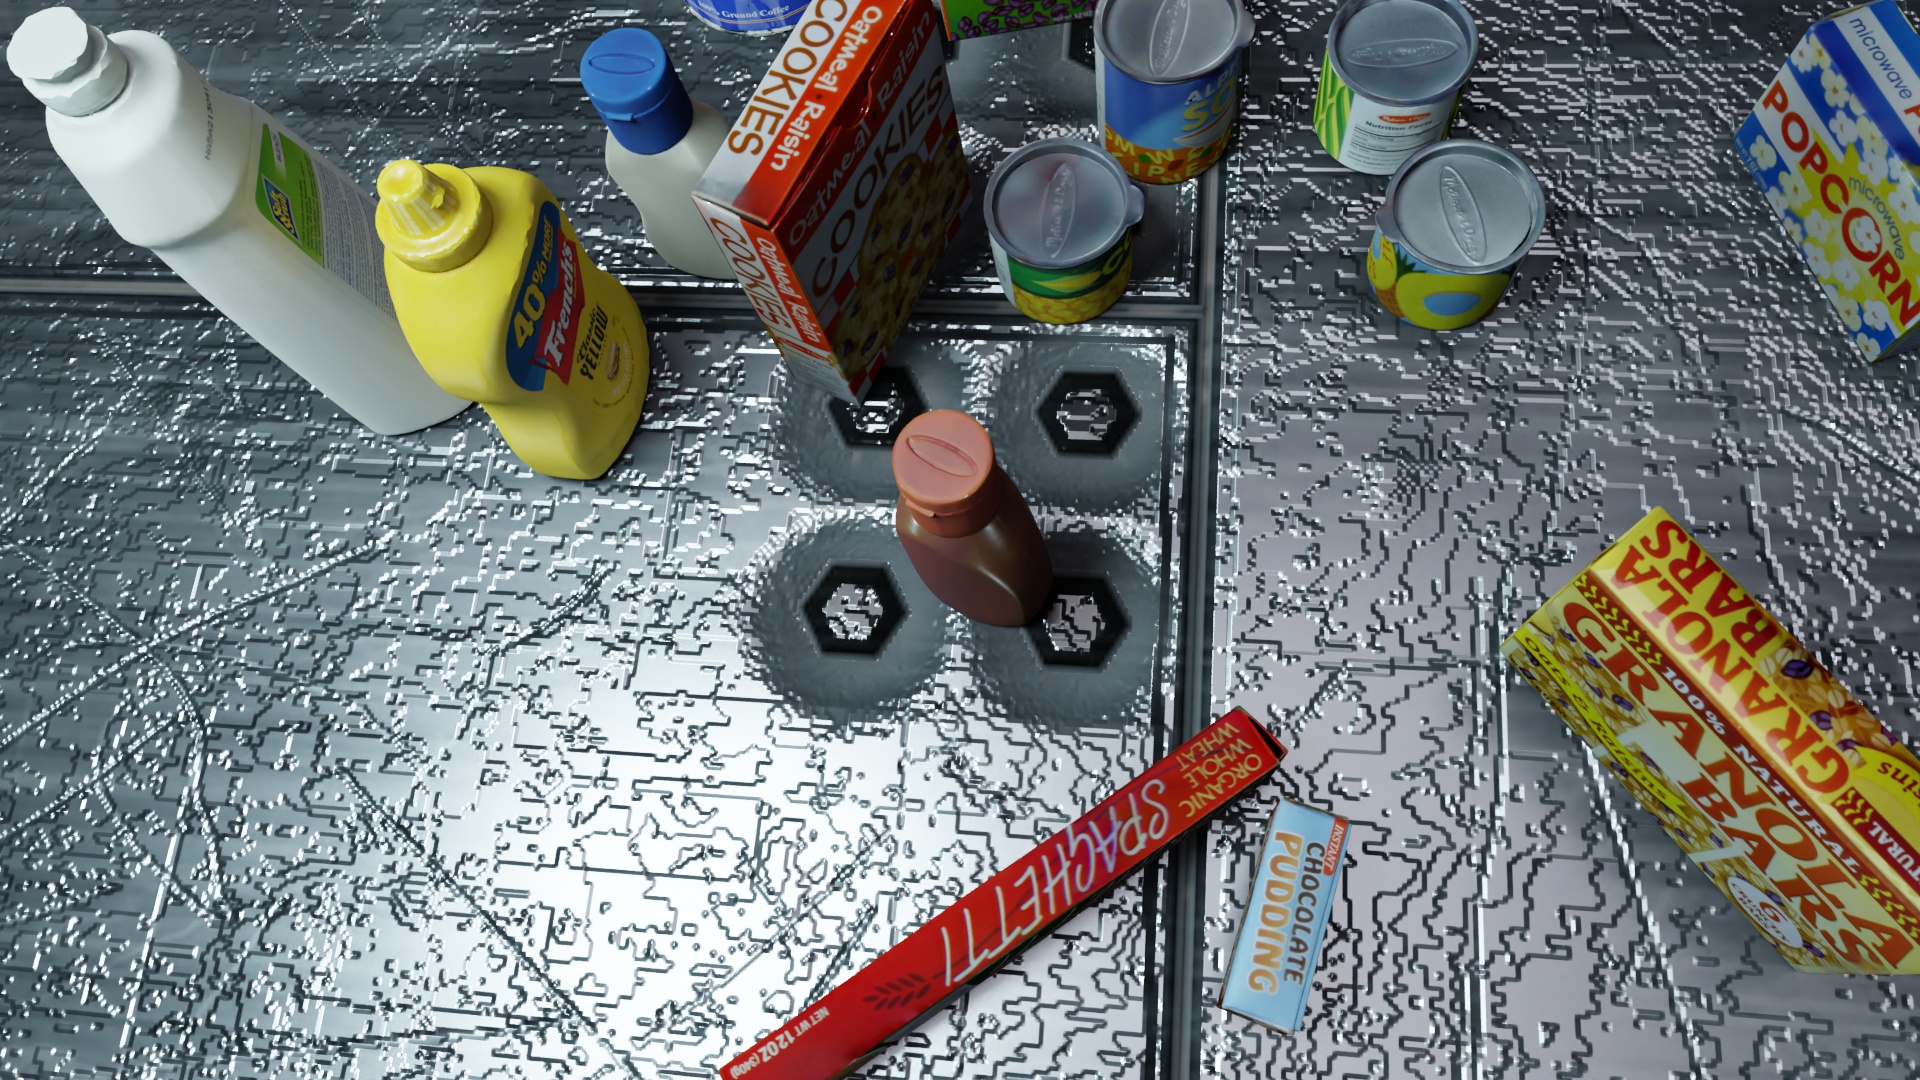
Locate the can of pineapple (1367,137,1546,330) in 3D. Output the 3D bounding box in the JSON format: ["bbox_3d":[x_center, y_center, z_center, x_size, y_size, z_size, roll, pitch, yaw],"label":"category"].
[{"bbox_3d":[0.216,-0.135,0.617,0.071,0.057,0.071,-2,72,6],"label":"can of pineapple"}]

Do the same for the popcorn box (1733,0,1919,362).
[{"bbox_3d":[0.389,-0.150,0.587,0.038,0.085,0.127,-20,71,1],"label":"popcorn box"}]

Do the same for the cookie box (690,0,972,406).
[{"bbox_3d":[-0.045,-0.147,0.595,0.040,0.167,0.123,24,77,14],"label":"cookie box"}]

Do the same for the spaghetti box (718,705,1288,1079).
[{"bbox_3d":[0.020,0.149,0.552,0.250,0.050,0.029,-34,71,-5],"label":"spaghetti box"}]

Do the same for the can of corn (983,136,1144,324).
[{"bbox_3d":[0.049,-0.141,0.640,0.071,0.058,0.071,-2,72,6],"label":"can of corn"}]

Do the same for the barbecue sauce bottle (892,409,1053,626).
[{"bbox_3d":[0.002,-0.007,0.553,0.065,0.148,0.044,28,78,15],"label":"barbecue sauce bottle"}]

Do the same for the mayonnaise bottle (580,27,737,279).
[{"bbox_3d":[-0.125,-0.168,0.622,0.065,0.147,0.041,7,74,9],"label":"mayonnaise bottle"}]

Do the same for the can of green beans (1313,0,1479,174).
[{"bbox_3d":[0.201,-0.213,0.645,0.071,0.057,0.071,-2,72,6],"label":"can of green beans"}]

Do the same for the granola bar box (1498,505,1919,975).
[{"bbox_3d":[0.281,0.078,0.504,0.039,0.124,0.166,-37,72,-5],"label":"granola bar box"}]

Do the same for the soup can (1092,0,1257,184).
[{"bbox_3d":[0.098,-0.215,0.644,0.071,0.083,0.071,-2,72,6],"label":"soup can"}]

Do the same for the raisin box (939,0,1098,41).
[{"bbox_3d":[0.025,-0.297,0.659,0.086,0.123,0.040,-7,72,5],"label":"raisin box"}]

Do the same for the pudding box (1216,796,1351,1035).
[{"bbox_3d":[0.126,0.146,0.540,0.030,0.049,0.084,17,75,12],"label":"pudding box"}]
